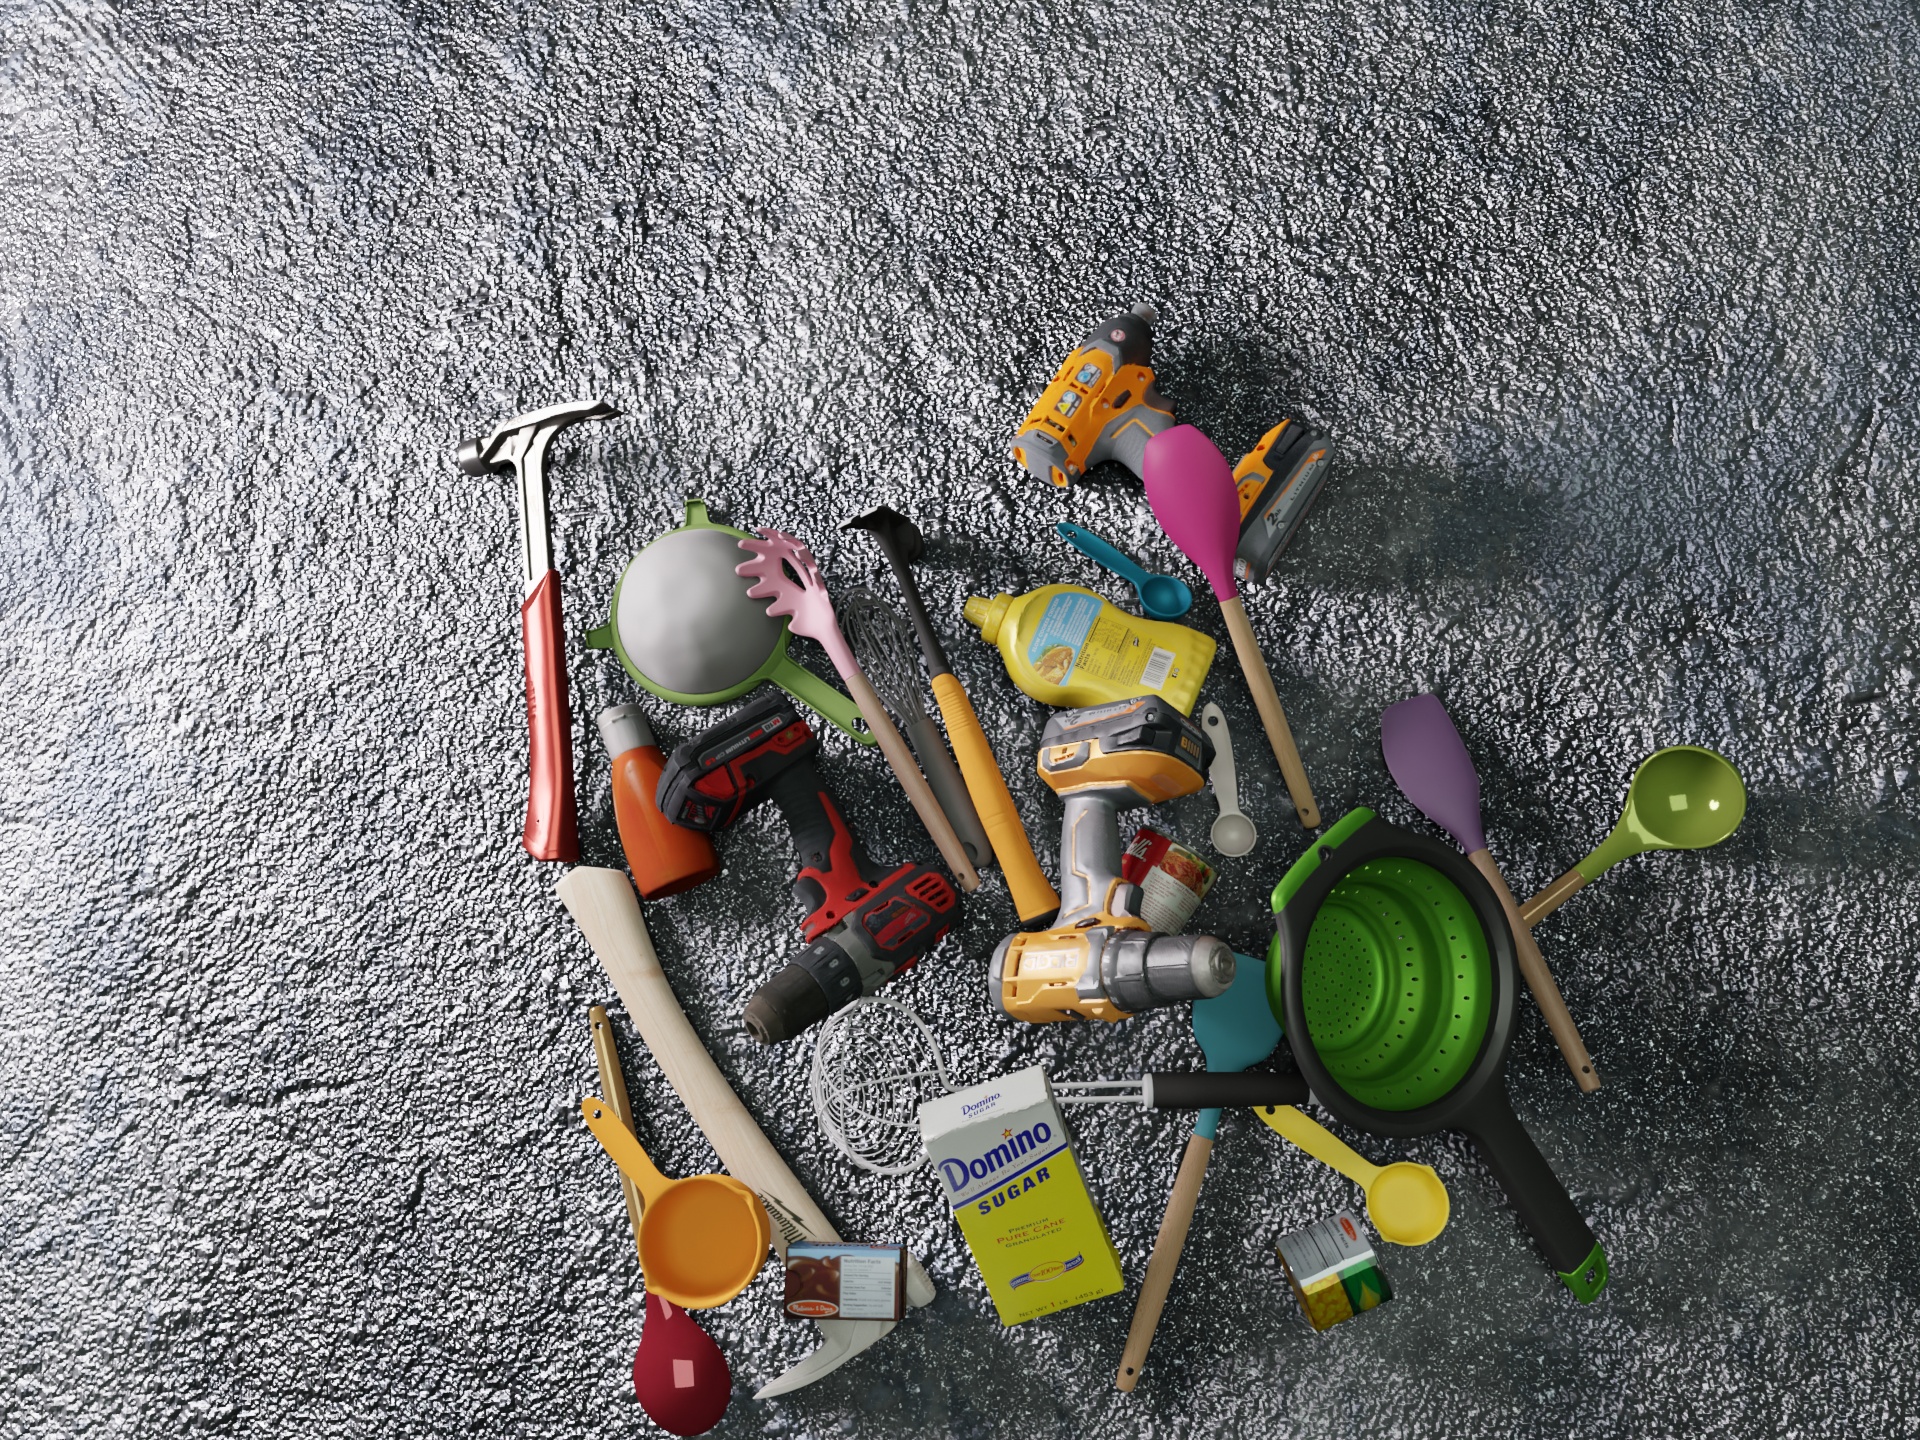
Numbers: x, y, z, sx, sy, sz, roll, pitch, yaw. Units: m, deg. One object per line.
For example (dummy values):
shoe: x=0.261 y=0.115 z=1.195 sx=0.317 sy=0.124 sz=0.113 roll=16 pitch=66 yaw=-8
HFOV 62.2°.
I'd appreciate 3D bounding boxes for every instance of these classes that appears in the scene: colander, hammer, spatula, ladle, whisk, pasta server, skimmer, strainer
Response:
colander: x=0.326 y=0.247 z=1.119 sx=0.204 sy=0.094 sz=0.397 roll=-39 pitch=101 yaw=-24
hammer: x=-0.002 y=-0.004 z=1.199 sx=0.034 sy=0.127 sz=0.337 roll=-24 pitch=83 yaw=13
spatula: x=0.387 y=0.120 z=1.162 sx=0.060 sy=0.018 sz=0.316 roll=-20 pitch=64 yaw=1
ladle: x=0.436 y=0.129 z=1.167 sx=0.320 sy=0.062 sz=0.078 roll=-36 pitch=76 yaw=-2
whisk: x=-0.034 y=0.006 z=1.227 sx=0.055 sy=0.055 sz=0.239 roll=-25 pitch=82 yaw=-2
pasta server: x=-0.072 y=-0.008 z=1.202 sx=0.060 sy=0.040 sz=0.316 roll=-32 pitch=85 yaw=34
skimmer: x=0.071 y=0.261 z=1.147 sx=0.363 sy=0.090 sz=0.127 roll=-1 pitch=89 yaw=0
strainer: x=-0.166 y=-0.061 z=1.235 sx=0.256 sy=0.069 sz=0.151 roll=35 pitch=82 yaw=11
ladle: x=-0.233 y=0.364 z=1.169 sx=0.069 sy=0.031 sz=0.316 roll=-16 pitch=75 yaw=-1
hammer: x=-0.191 y=0.289 z=1.178 sx=0.146 sy=0.038 sz=0.411 roll=-35 pitch=77 yaw=-3
hammer: x=-0.319 y=-0.069 z=1.247 sx=0.149 sy=0.036 sz=0.359 roll=-11 pitch=79 yaw=24
spatula: x=0.165 y=0.325 z=1.145 sx=0.082 sy=0.044 sz=0.317 roll=17 pitch=80 yaw=11

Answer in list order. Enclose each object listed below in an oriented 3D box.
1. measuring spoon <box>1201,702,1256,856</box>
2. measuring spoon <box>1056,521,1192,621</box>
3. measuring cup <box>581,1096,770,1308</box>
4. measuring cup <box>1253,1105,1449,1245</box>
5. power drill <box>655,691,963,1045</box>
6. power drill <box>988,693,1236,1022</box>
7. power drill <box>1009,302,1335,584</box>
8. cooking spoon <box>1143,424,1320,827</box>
measuring spoon: x=0.202 y=0.046 z=1.222 sx=0.034 sy=0.018 sz=0.124 roll=-7 pitch=70 yaw=2
measuring spoon: x=0.126 y=-0.117 z=1.260 sx=0.129 sy=0.021 sz=0.042 roll=37 pitch=57 yaw=19
measuring cup: x=-0.205 y=0.334 z=1.127 sx=0.095 sy=0.052 sz=0.174 roll=-43 pitch=76 yaw=-3
measuring cup: x=0.280 y=0.321 z=1.154 sx=0.157 sy=0.029 sz=0.062 roll=33 pitch=81 yaw=21
power drill: x=-0.129 y=0.111 z=1.162 sx=0.188 sy=0.080 sz=0.227 roll=-33 pitch=78 yaw=-33
power drill: x=0.118 y=0.099 z=1.104 sx=0.185 sy=0.084 sz=0.226 roll=-12 pitch=55 yaw=42
power drill: x=0.174 y=-0.224 z=1.248 sx=0.226 sy=0.084 sz=0.164 roll=31 pitch=81 yaw=13
cooking spoon: x=0.210 y=-0.067 z=1.192 sx=0.069 sy=0.017 sz=0.319 roll=-18 pitch=97 yaw=30
